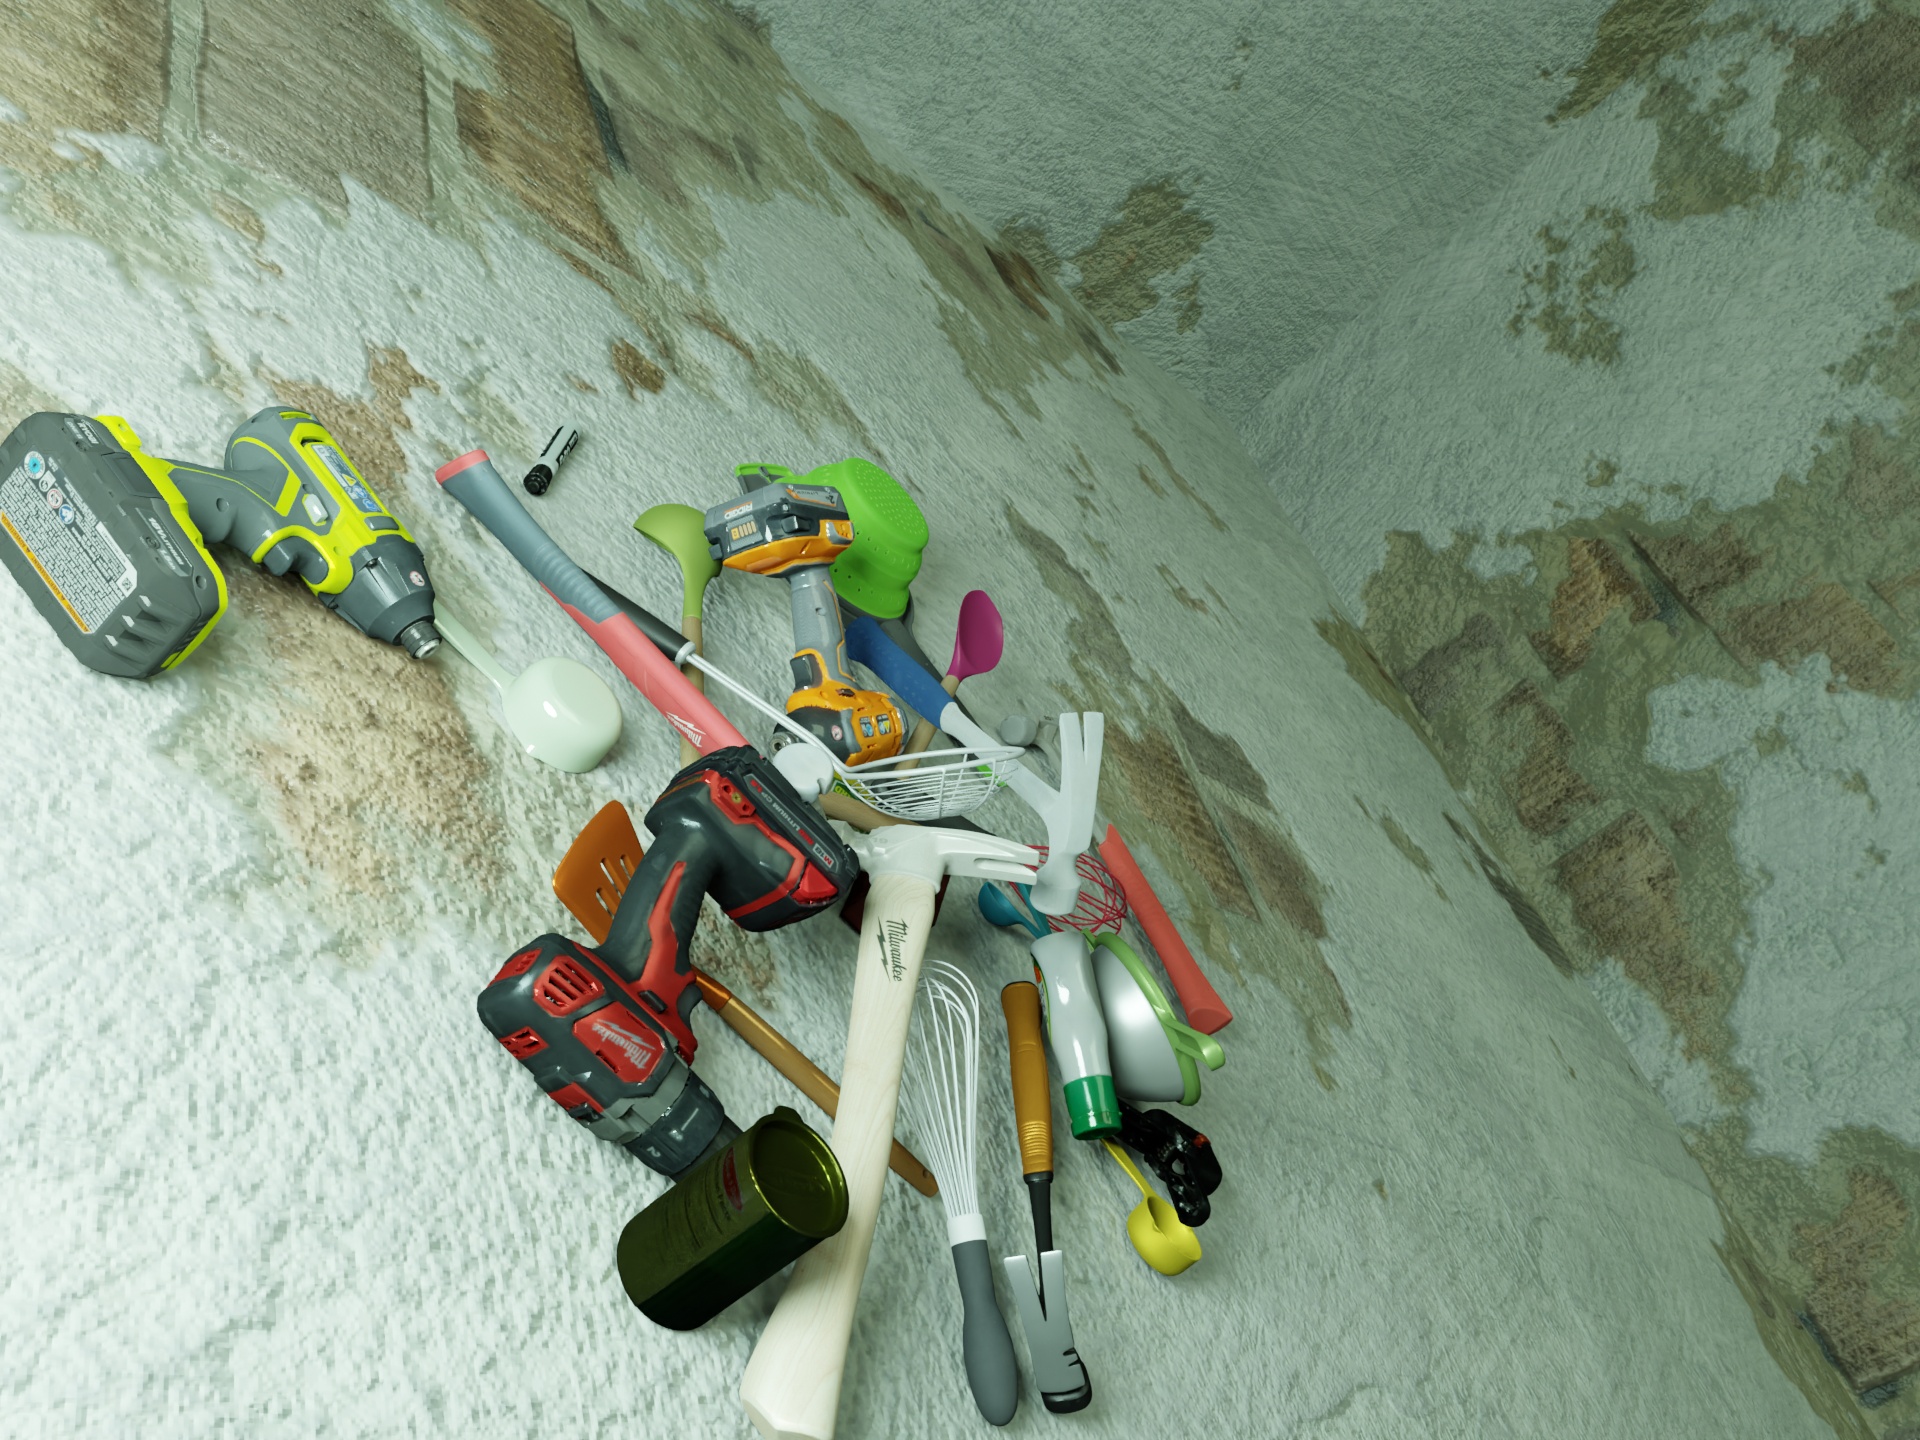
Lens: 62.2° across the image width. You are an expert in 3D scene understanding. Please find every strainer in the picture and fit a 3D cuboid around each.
[{"bbox_3d":[0.131,0.244,1.200,0.151,0.069,0.256,64,-10,-1],"label":"strainer"}]

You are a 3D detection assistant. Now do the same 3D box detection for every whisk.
[{"bbox_3d":[-0.001,0.281,0.978,0.070,0.070,0.285,22,47,-47],"label":"whisk"},{"bbox_3d":[0.038,0.114,1.335,0.295,0.073,0.073,31,29,-33],"label":"whisk"}]

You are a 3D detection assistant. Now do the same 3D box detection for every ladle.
[{"bbox_3d":[-0.209,-0.048,1.187,0.078,0.062,0.321,33,34,-38],"label":"ladle"}]

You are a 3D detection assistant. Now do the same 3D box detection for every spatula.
[{"bbox_3d":[-0.121,0.184,0.966,0.322,0.041,0.081,45,38,-14],"label":"spatula"},{"bbox_3d":[-0.028,0.097,1.162,0.317,0.044,0.082,25,33,-38],"label":"spatula"}]

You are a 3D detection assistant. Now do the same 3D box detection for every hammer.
[{"bbox_3d":[-0.044,0.216,0.923,0.146,0.038,0.411,6,42,4],"label":"hammer"},{"bbox_3d":[-0.002,-0.004,1.260,0.035,0.144,0.406,0,22,-28],"label":"hammer"},{"bbox_3d":[0.049,0.285,1.075,0.337,0.034,0.127,-93,172,-61],"label":"hammer"},{"bbox_3d":[-0.229,-0.043,1.068,0.038,0.143,0.386,-31,65,-35],"label":"hammer"},{"bbox_3d":[0.163,0.144,1.551,0.149,0.036,0.359,13,41,-54],"label":"hammer"}]

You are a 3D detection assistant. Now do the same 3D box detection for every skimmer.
[{"bbox_3d":[-0.129,-0.039,1.122,0.363,0.090,0.127,33,8,4],"label":"skimmer"}]

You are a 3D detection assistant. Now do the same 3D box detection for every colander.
[{"bbox_3d":[-0.049,-0.117,1.497,0.397,0.094,0.204,53,23,9],"label":"colander"}]

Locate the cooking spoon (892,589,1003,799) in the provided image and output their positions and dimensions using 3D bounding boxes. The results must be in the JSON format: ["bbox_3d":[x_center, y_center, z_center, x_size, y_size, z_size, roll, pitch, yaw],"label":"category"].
[{"bbox_3d":[-0.016,-0.020,1.406,0.068,0.017,0.319,56,34,-22],"label":"cooking spoon"}]

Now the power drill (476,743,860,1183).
[{"bbox_3d":[-0.142,0.144,0.892,0.187,0.080,0.227,48,42,-16],"label":"power drill"}]

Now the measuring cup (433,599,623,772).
[{"bbox_3d":[-0.284,-0.038,1.019,0.167,0.038,0.083,46,23,-14],"label":"measuring cup"}]

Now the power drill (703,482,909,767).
[{"bbox_3d":[-0.123,-0.066,1.239,0.164,0.084,0.226,-14,87,-65],"label":"power drill"}]

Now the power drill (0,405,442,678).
[{"bbox_3d":[-0.393,-0.096,0.872,0.171,0.080,0.223,51,20,5],"label":"power drill"}]

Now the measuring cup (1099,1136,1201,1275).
[{"bbox_3d":[0.120,0.345,1.184,0.157,0.029,0.062,50,14,34],"label":"measuring cup"}]

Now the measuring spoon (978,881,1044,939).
[{"bbox_3d":[0.053,0.180,1.328,0.128,0.021,0.042,46,8,-32],"label":"measuring spoon"}]
